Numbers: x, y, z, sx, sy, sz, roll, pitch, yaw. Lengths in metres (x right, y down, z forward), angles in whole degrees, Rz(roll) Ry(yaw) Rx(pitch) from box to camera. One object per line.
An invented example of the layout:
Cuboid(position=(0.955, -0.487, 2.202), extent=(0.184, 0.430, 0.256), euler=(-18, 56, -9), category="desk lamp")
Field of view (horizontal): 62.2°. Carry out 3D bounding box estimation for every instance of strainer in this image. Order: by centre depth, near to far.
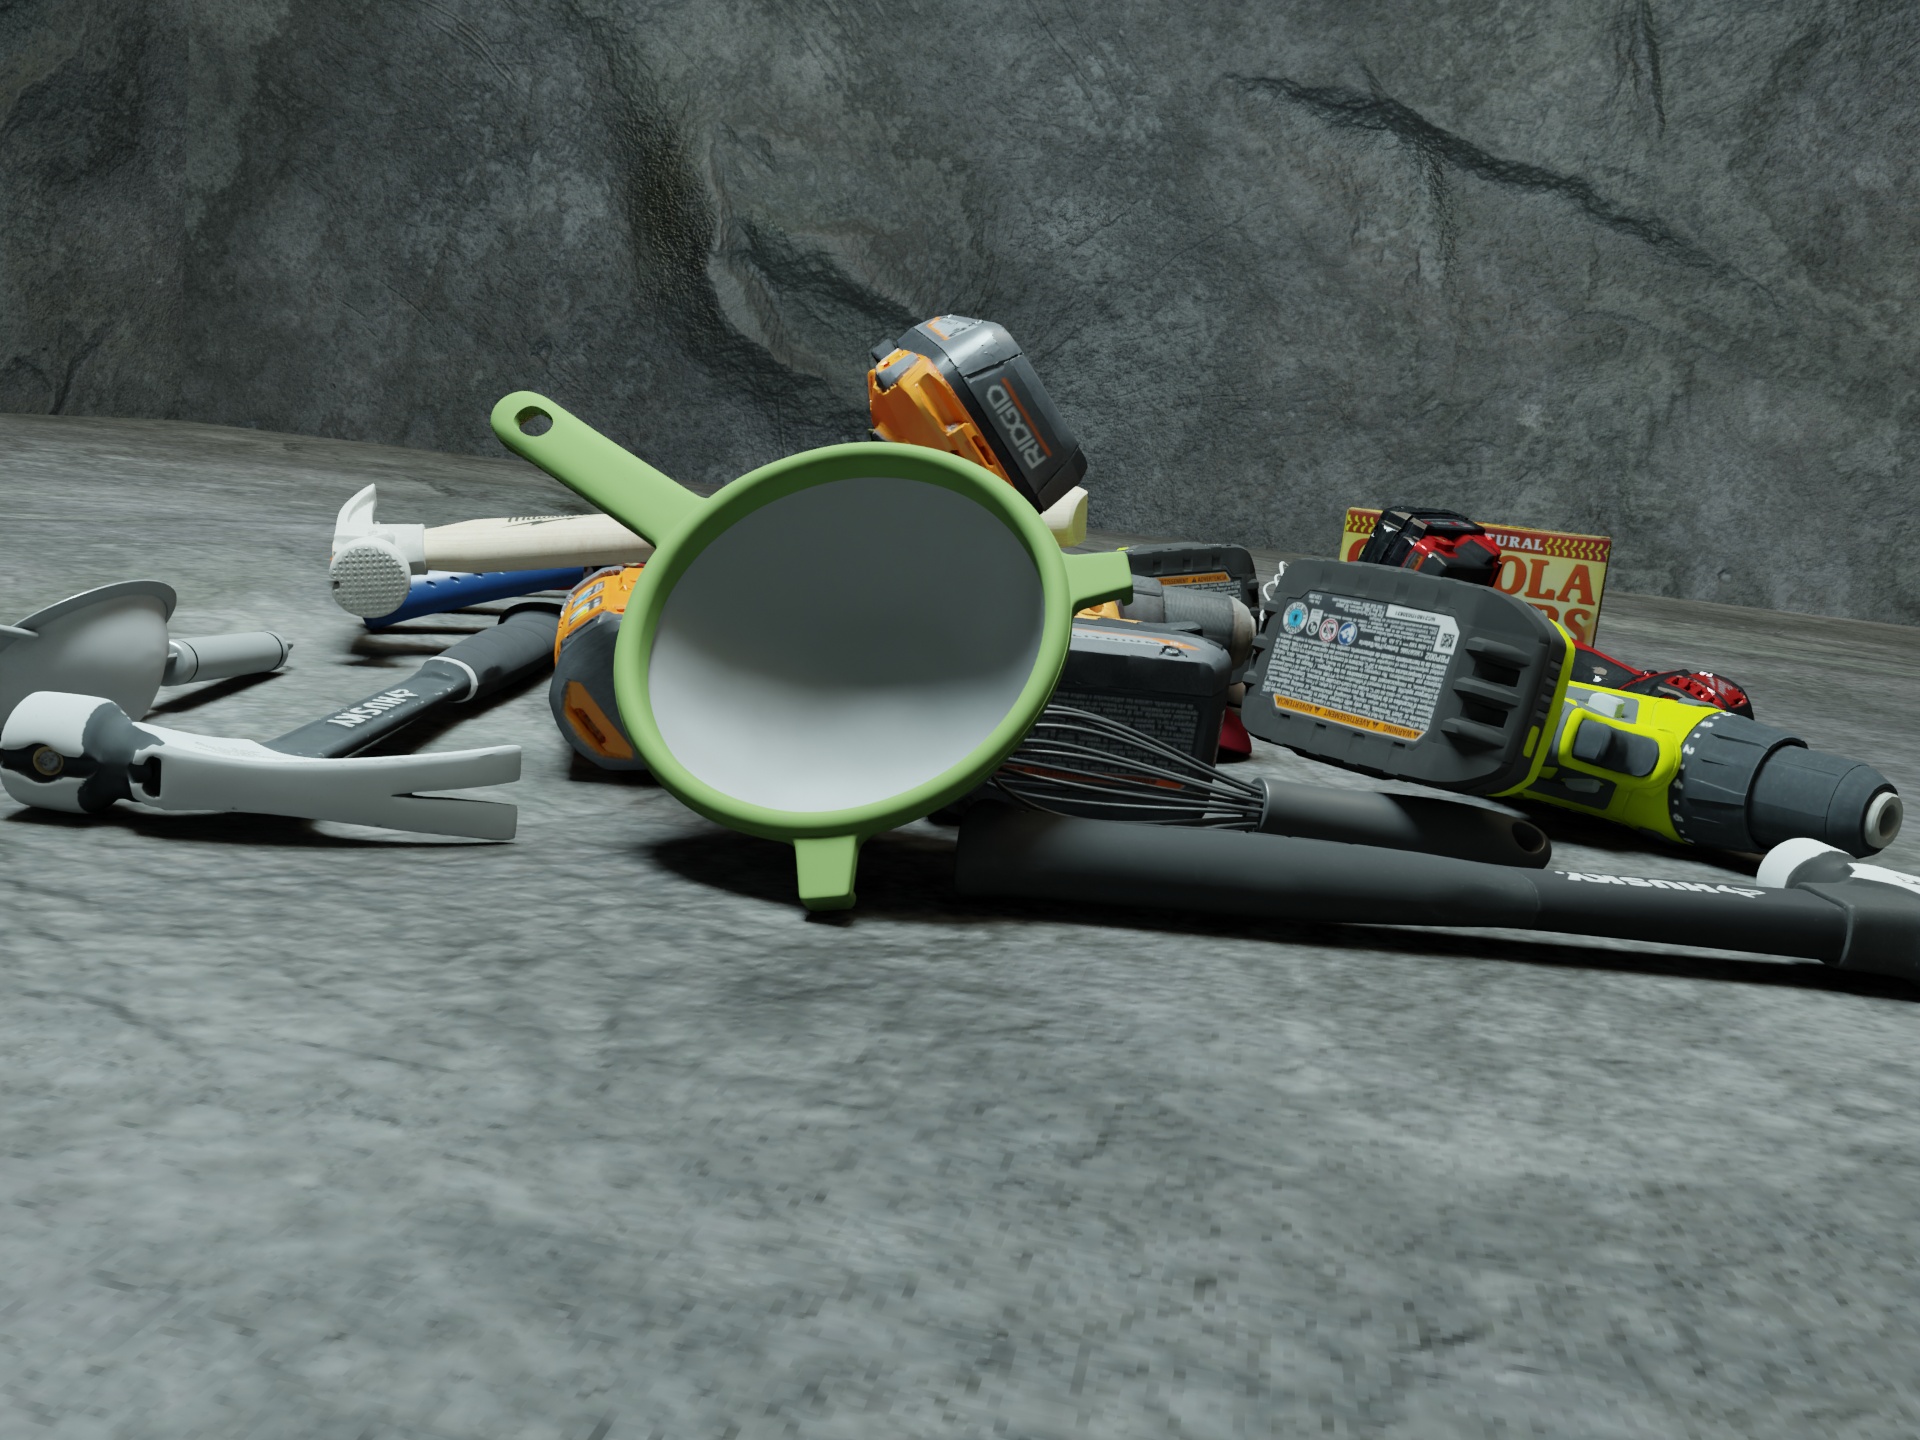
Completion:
Cuboid(position=(-0.073, -0.041, 0.559), extent=(0.257, 0.151, 0.069), euler=(34, -19, 28), category="strainer")
Cuboid(position=(-0.317, -0.022, 0.635), extent=(0.087, 0.050, 0.258), euler=(-38, 6, 1), category="strainer")

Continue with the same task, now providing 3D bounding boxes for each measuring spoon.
Cuboid(position=(0.204, -0.009, 0.939), extent=(0.034, 0.018, 0.124), euler=(-1, 13, -38), category="measuring spoon")

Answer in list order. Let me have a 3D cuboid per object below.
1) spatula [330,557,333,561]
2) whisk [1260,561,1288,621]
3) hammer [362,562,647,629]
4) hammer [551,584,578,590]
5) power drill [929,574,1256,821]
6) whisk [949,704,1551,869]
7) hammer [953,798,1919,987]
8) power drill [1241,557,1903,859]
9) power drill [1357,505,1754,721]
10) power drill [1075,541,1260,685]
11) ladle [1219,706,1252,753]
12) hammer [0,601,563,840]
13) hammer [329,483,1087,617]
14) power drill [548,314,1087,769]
Cuboid(position=(-0.269, -0.126, 1.117), extent=(0.322, 0.041, 0.081), euler=(-16, 19, -25), category="spatula")
Cuboid(position=(0.208, -0.043, 0.961), extent=(0.058, 0.059, 0.246), euler=(-27, 15, 21), category="whisk")
Cuboid(position=(-0.161, -0.112, 0.984), extent=(0.405, 0.035, 0.144), euler=(-16, 57, -28), category="hammer")
Cuboid(position=(-0.188, -0.109, 1.038), extent=(0.359, 0.036, 0.149), euler=(-2, 52, -13), category="hammer")
Cuboid(position=(0.058, -0.025, 0.700), extent=(0.185, 0.084, 0.226), euler=(5, 17, -6), category="power drill")
Cuboid(position=(0.110, 0.034, 0.580), extent=(0.239, 0.055, 0.055), euler=(9, 9, -13), category="whisk")
Cuboid(position=(0.164, 0.057, 0.506), extent=(0.334, 0.035, 0.146), euler=(5, 10, -4), category="hammer")
Cuboid(position=(0.249, 0.005, 0.657), extent=(0.228, 0.080, 0.191), euler=(15, 3, -34), category="power drill")
Cuboid(position=(0.330, -0.036, 0.884), extent=(0.220, 0.078, 0.143), euler=(36, 25, 29), category="power drill")
Cuboid(position=(0.050, -0.062, 0.929), extent=(0.171, 0.080, 0.223), euler=(-7, 9, -30), category="power drill")
Cuboid(position=(-0.001, -0.002, 0.763), extent=(0.315, 0.031, 0.069), euler=(1, 11, -19), category="ladle")
Cuboid(position=(-0.217, -0.015, 0.675), extent=(0.149, 0.036, 0.409), euler=(7, 10, -2), category="hammer")
Cuboid(position=(-0.129, -0.108, 0.885), extent=(0.410, 0.038, 0.146), euler=(-5, 22, -16), category="hammer")
Cuboid(position=(-0.072, -0.078, 0.673), extent=(0.226, 0.084, 0.164), euler=(-35, 20, -1), category="power drill")
